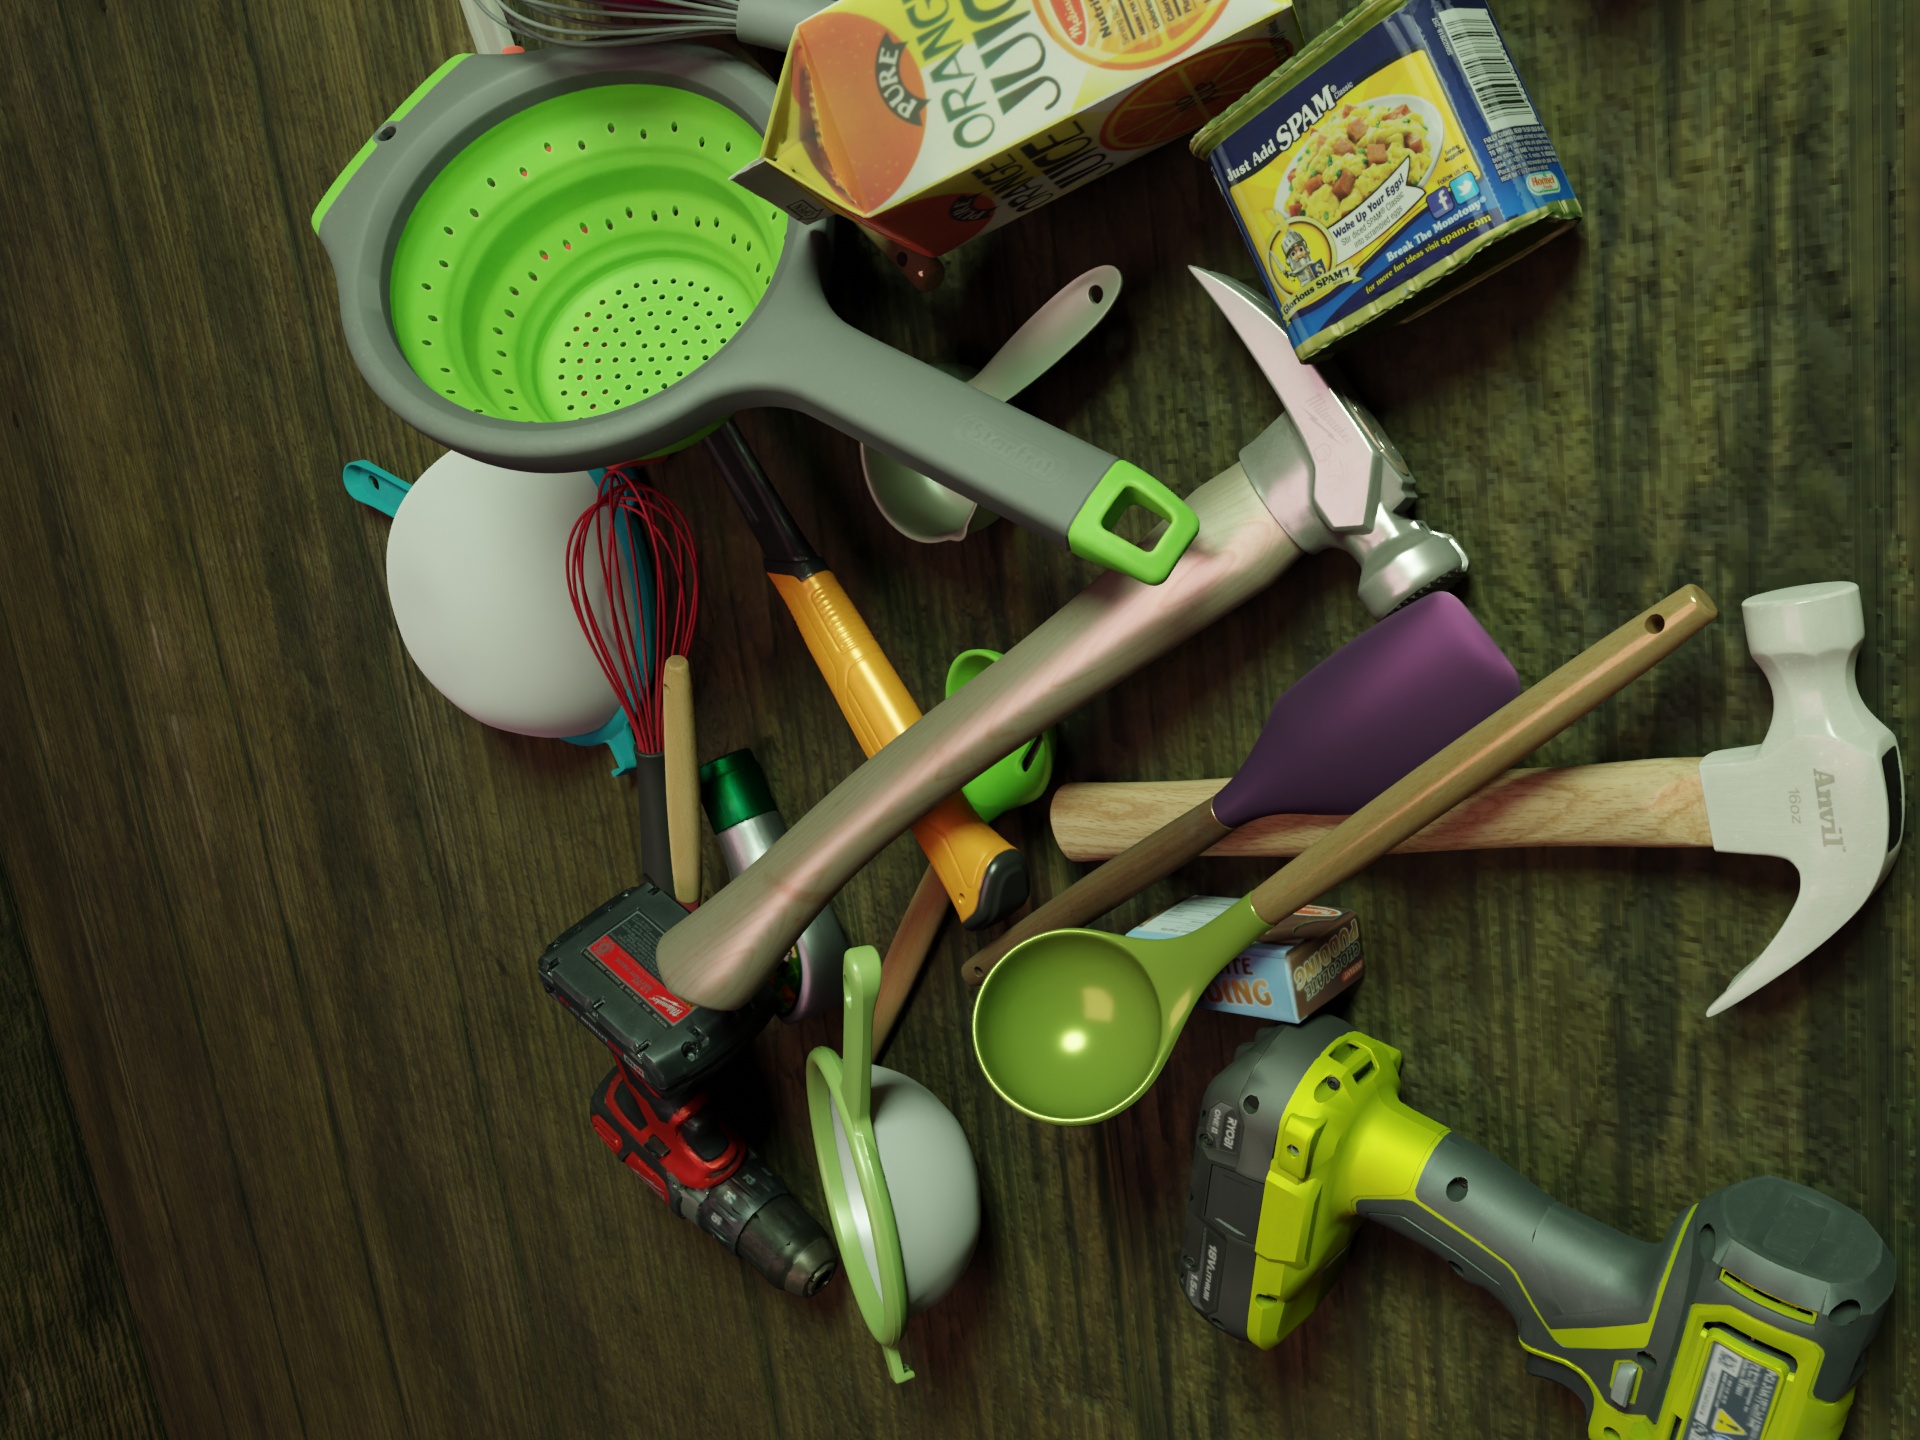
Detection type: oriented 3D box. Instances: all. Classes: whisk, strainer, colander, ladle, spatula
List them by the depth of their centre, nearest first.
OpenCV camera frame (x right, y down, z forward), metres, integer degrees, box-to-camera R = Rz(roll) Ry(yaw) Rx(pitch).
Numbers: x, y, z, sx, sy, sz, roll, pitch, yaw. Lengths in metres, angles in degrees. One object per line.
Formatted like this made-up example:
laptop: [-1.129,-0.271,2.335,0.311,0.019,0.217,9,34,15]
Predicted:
ladle: [0.117,0.052,0.553,0.320,0.062,0.078,-44,56,37]
spatula: [0.090,0.048,0.625,0.060,0.018,0.316,53,136,3]
whisk: [-0.084,-0.278,0.633,0.239,0.055,0.055,15,121,3]
colander: [-0.079,-0.140,0.647,0.397,0.204,0.094,30,166,19]
strainer: [-0.026,0.195,0.782,0.152,0.069,0.256,-118,23,-45]
ladle: [-0.153,0.080,0.879,0.069,0.031,0.315,37,142,25]
whisk: [-0.176,-0.003,0.901,0.073,0.073,0.295,26,129,37]
strainer: [-0.325,-0.100,0.988,0.341,0.095,0.210,27,123,36]

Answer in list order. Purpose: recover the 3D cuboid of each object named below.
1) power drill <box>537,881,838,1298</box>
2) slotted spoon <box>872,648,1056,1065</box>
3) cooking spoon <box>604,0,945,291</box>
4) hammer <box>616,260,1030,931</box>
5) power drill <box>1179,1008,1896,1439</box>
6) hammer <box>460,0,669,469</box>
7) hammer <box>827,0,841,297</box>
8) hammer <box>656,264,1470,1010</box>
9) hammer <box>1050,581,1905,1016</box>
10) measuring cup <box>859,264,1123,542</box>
power drill: [-0.146,0.220,0.901,0.188,0.080,0.226,34,143,28]
slotted spoon: [-0.015,0.087,0.788,0.070,0.031,0.313,45,134,26]
cooking spoon: [-0.103,-0.291,0.696,0.319,0.017,0.068,51,132,22]
hammer: [-0.070,-0.048,0.748,0.337,0.034,0.127,59,139,15]
power drill: [0.196,0.213,0.581,0.223,0.080,0.171,22,119,36]
hammer: [-0.225,-0.310,0.850,0.149,0.036,0.359,-19,90,48]
hammer: [-0.047,-0.319,0.665,0.128,0.033,0.330,37,129,32]
hammer: [-0.001,-0.002,0.657,0.410,0.038,0.146,-39,74,30]
hammer: [0.160,0.036,0.583,0.331,0.031,0.130,-7,99,47]
measuring cup: [0.021,-0.136,0.661,0.167,0.038,0.083,-35,79,45]
